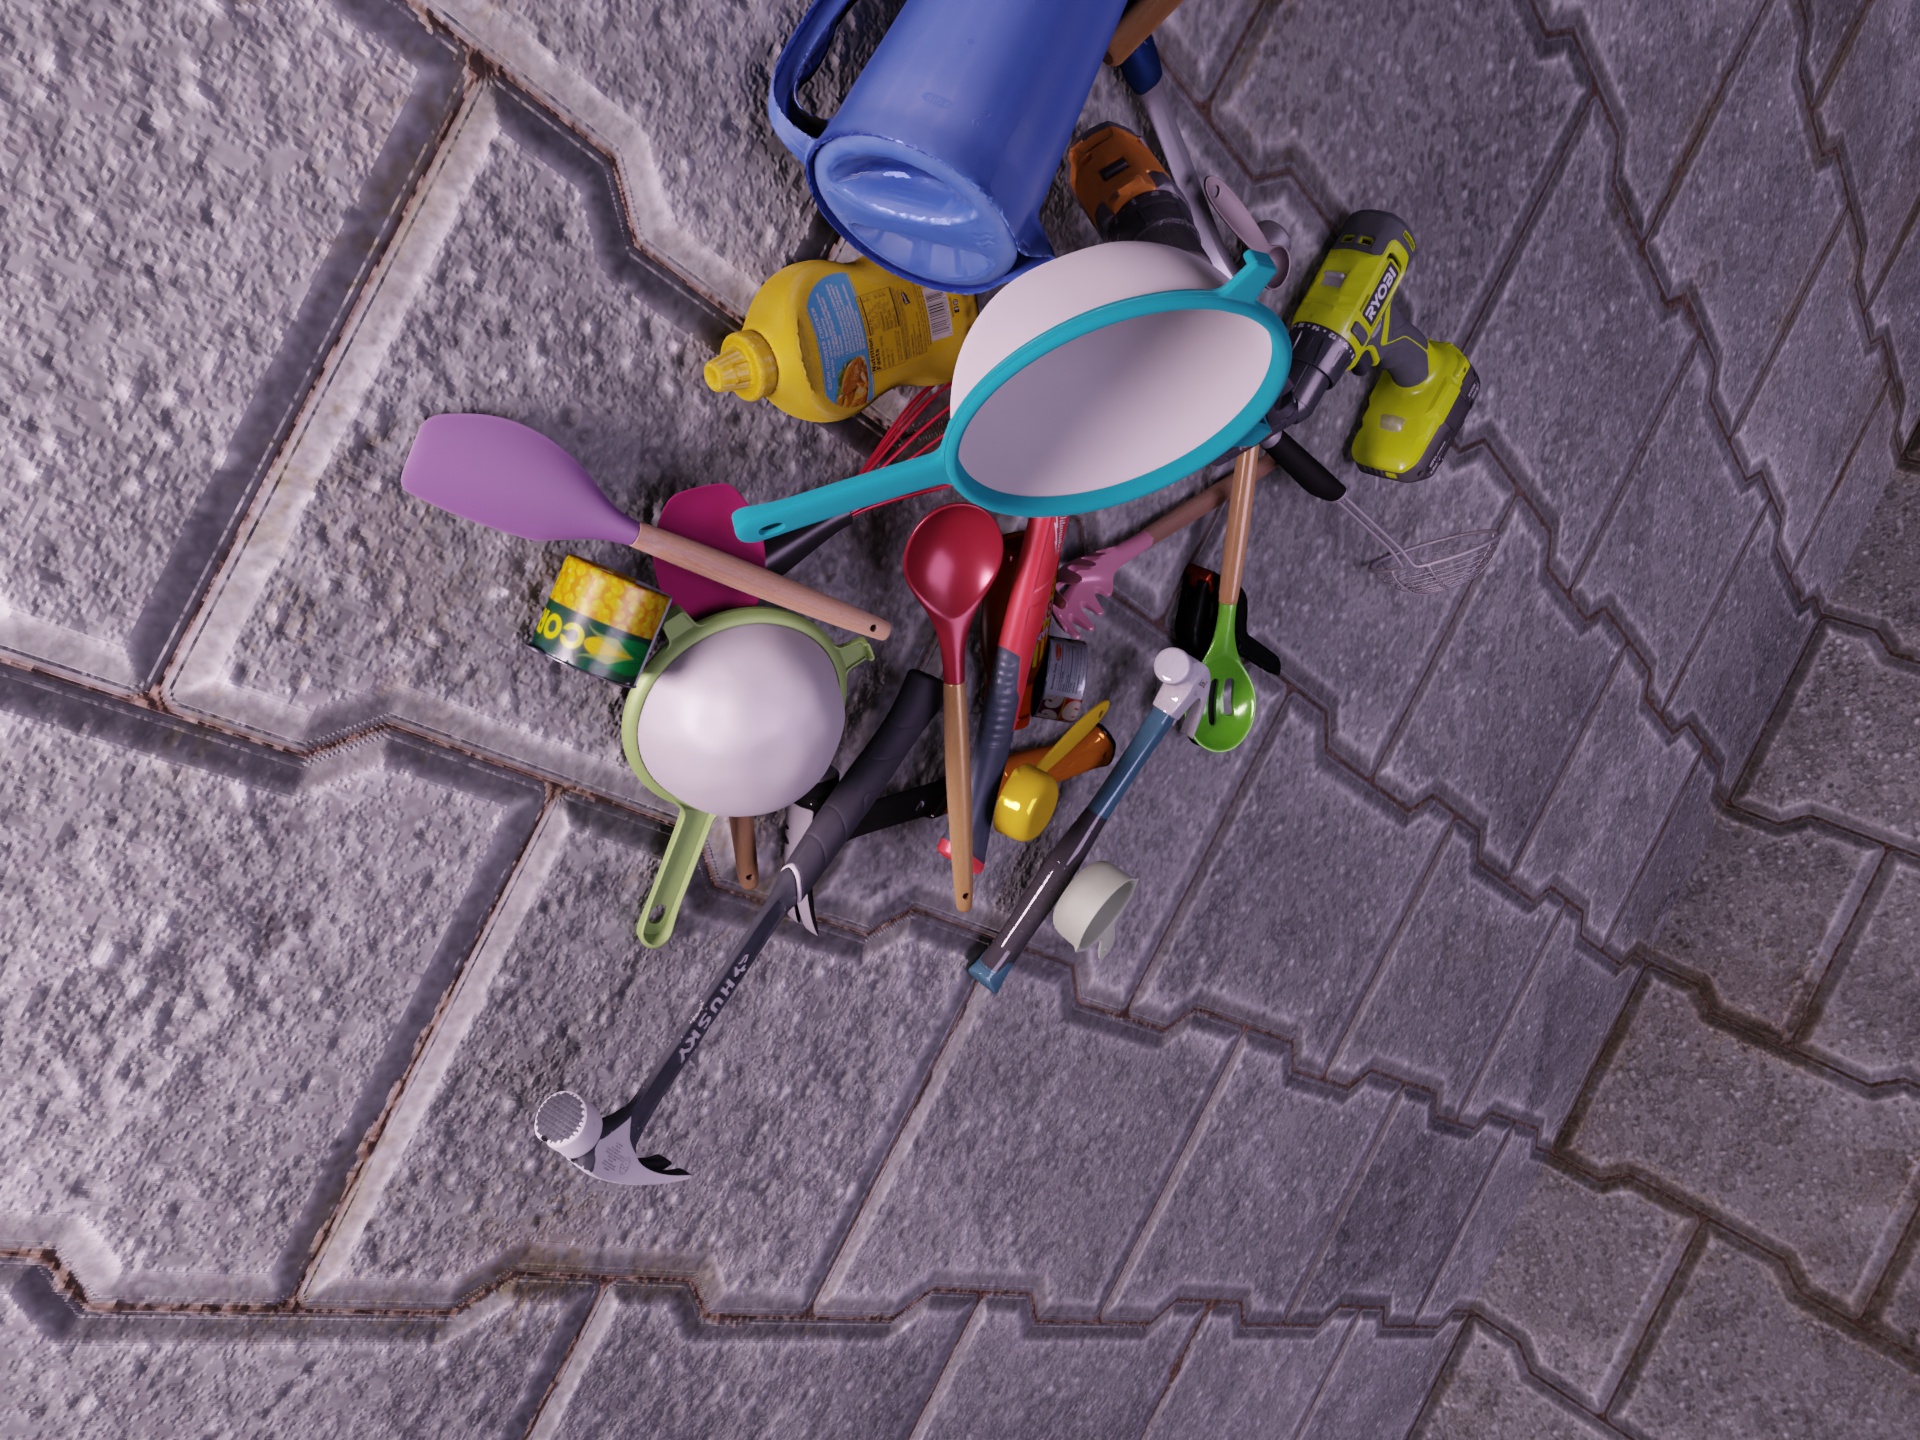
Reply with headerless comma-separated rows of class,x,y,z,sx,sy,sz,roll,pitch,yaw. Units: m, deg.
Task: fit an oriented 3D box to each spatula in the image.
spatula,-0.168,-0.103,0.931,0.315,0.018,0.060,21,98,-35

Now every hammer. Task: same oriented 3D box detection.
hammer,0.001,0.062,1.241,0.337,0.034,0.127,-15,120,-42
hammer,0.106,0.088,1.328,0.331,0.033,0.128,-57,159,6
hammer,-0.122,0.130,1.071,0.409,0.036,0.149,-56,149,-19
hammer,0.133,-0.434,1.115,0.144,0.035,0.405,-52,139,-14
hammer,0.051,-0.066,1.147,0.143,0.038,0.386,-21,131,-53

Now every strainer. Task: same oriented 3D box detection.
strainer,-0.150,0.053,1.013,0.151,0.069,0.256,8,116,-36
strainer,0.020,-0.195,0.944,0.340,0.095,0.210,-17,159,4

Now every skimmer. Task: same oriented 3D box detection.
skimmer,0.376,-0.207,1.460,0.363,0.127,0.090,28,63,-42

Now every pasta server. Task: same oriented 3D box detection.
pasta server,0.175,-0.157,1.306,0.316,0.040,0.060,-33,138,-34

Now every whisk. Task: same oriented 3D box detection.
whisk,-0.063,-0.150,1.044,0.296,0.073,0.073,-38,134,-18
whisk,0.171,-0.522,1.058,0.245,0.051,0.047,-48,117,-12

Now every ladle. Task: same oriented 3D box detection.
ladle,-0.002,-0.004,1.109,0.069,0.031,0.315,-8,115,-12

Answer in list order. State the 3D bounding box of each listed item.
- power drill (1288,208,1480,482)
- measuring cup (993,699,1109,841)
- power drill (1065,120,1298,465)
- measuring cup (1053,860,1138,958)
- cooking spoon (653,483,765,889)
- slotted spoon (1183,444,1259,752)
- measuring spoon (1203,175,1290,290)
power drill,0.360,-0.306,1.399,0.228,0.080,0.190,33,84,-47
measuring cup,0.080,0.035,1.213,0.156,0.029,0.062,-44,149,-35
power drill,0.156,-0.279,1.087,0.084,0.186,0.226,-29,134,10
measuring cup,0.113,0.170,1.372,0.083,0.038,0.167,-47,160,-15
cooking spoon,-0.151,-0.011,1.028,0.068,0.017,0.318,-16,129,-19
slotted spoon,0.231,-0.125,1.346,0.070,0.031,0.313,-2,110,-16
measuring spoon,0.212,-0.370,1.200,0.124,0.018,0.034,34,83,-43
